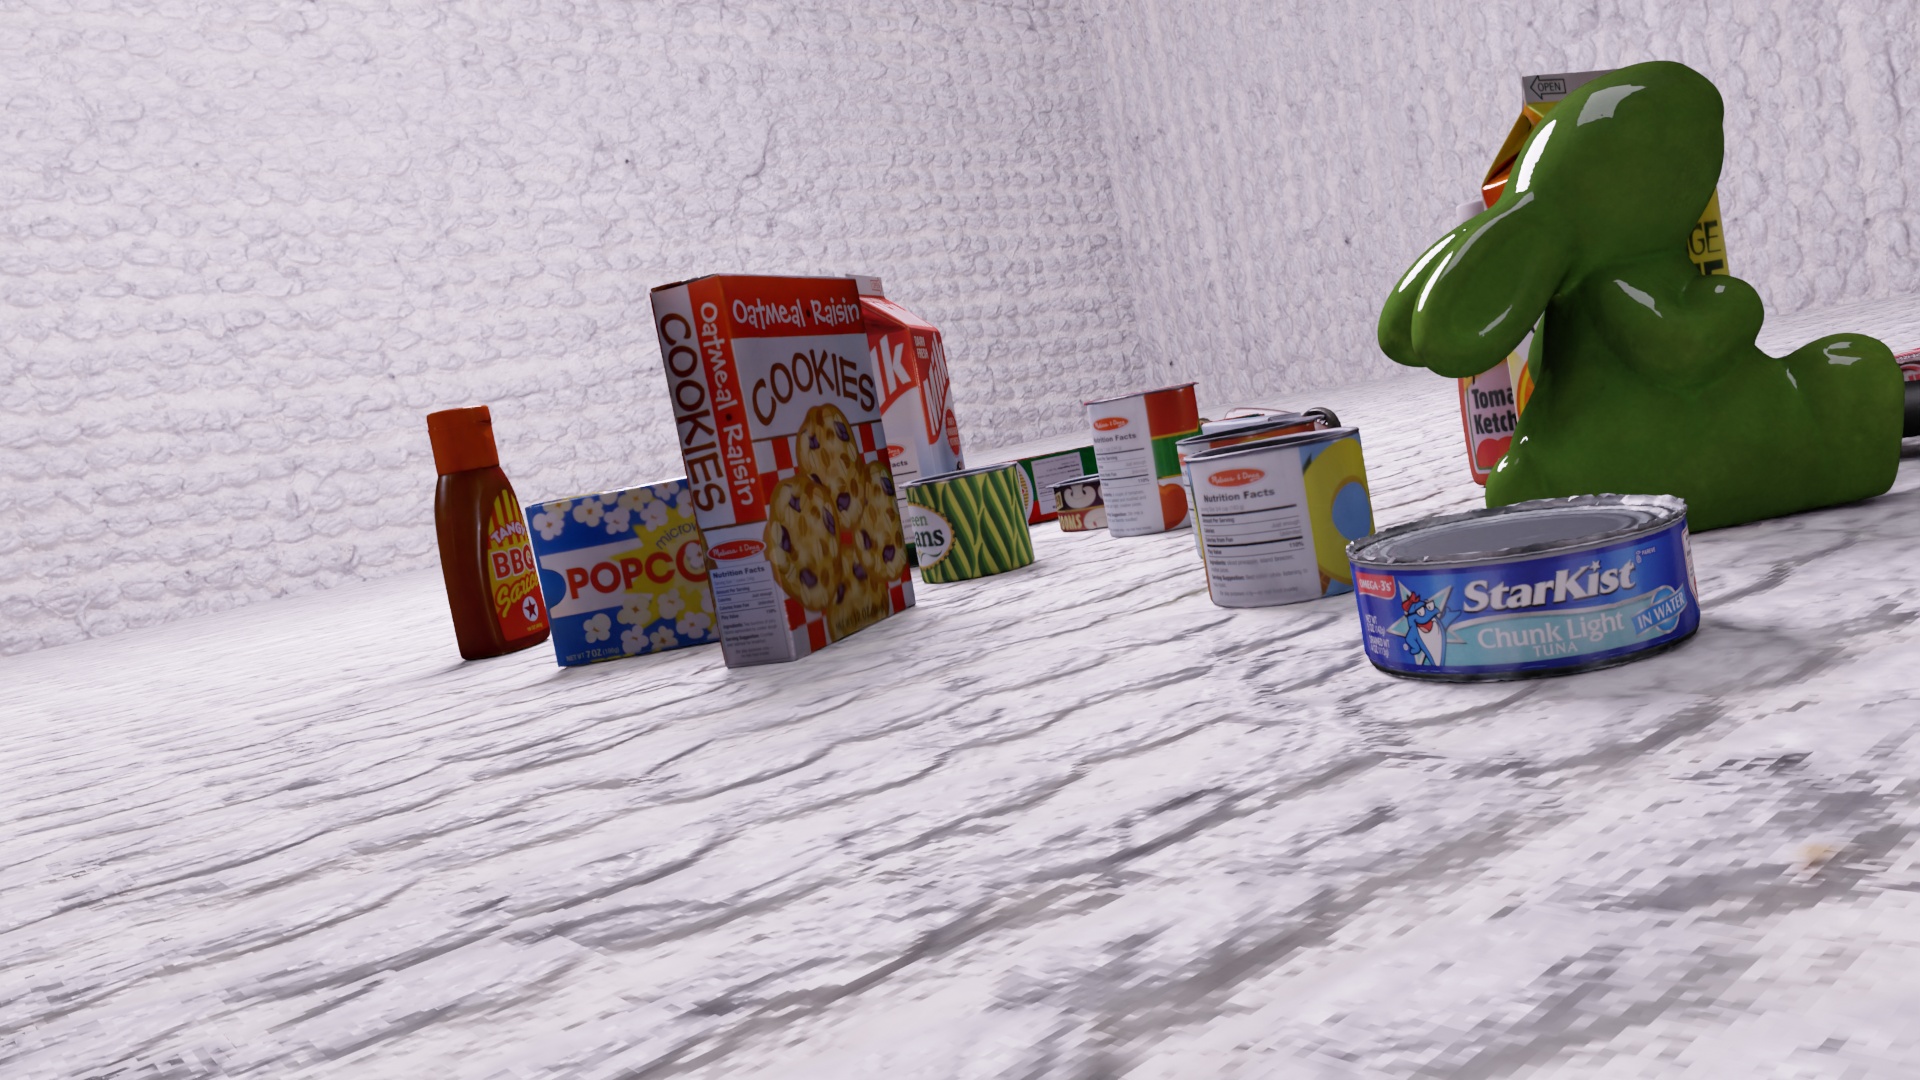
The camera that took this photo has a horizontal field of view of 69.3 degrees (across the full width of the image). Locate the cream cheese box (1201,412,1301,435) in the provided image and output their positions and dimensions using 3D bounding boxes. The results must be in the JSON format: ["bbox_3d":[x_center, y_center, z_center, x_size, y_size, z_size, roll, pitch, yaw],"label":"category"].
[{"bbox_3d":[0.192,-0.054,0.907,0.024,0.053,0.104,-12,5,-13],"label":"cream cheese box"}]

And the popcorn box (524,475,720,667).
[{"bbox_3d":[-0.147,0.011,0.708,0.127,0.085,0.038,-10,4,6],"label":"popcorn box"}]

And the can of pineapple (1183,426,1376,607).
[{"bbox_3d":[0.124,-0.010,0.529,0.071,0.058,0.071,-11,5,1],"label":"can of pineapple"}]

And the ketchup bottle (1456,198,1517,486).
[{"bbox_3d":[0.289,-0.104,0.723,0.044,0.148,0.064,-14,6,-38],"label":"ketchup bottle"}]

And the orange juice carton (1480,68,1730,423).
[{"bbox_3d":[0.303,-0.123,0.647,0.072,0.192,0.073,-12,5,-19],"label":"orange juice carton"}]

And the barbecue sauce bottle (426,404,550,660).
[{"bbox_3d":[-0.289,-0.006,0.838,0.043,0.148,0.065,-10,5,15],"label":"barbecue sauce bottle"}]

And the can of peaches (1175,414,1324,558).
[{"bbox_3d":[0.143,-0.026,0.665,0.071,0.058,0.071,-11,5,1],"label":"can of peaches"}]

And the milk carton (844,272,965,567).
[{"bbox_3d":[-0.046,-0.079,0.908,0.073,0.190,0.072,-9,5,16],"label":"milk carton"}]

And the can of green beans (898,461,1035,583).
[{"bbox_3d":[0.005,-0.010,0.786,0.071,0.057,0.071,-11,5,1],"label":"can of green beans"}]

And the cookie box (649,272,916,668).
[{"bbox_3d":[-0.078,-0.038,0.641,0.040,0.167,0.123,-9,5,25],"label":"cookie box"}]

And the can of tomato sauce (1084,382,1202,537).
[{"bbox_3d":[0.117,-0.049,0.840,0.071,0.083,0.071,-11,5,1],"label":"can of tomato sauce"}]

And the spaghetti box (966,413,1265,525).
[{"bbox_3d":[0.115,-0.050,1.049,0.250,0.050,0.028,-12,5,-13],"label":"spaghetti box"}]

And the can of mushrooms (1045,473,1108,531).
[{"bbox_3d":[0.094,-0.028,0.931,0.071,0.033,0.071,-11,5,1],"label":"can of mushrooms"}]
